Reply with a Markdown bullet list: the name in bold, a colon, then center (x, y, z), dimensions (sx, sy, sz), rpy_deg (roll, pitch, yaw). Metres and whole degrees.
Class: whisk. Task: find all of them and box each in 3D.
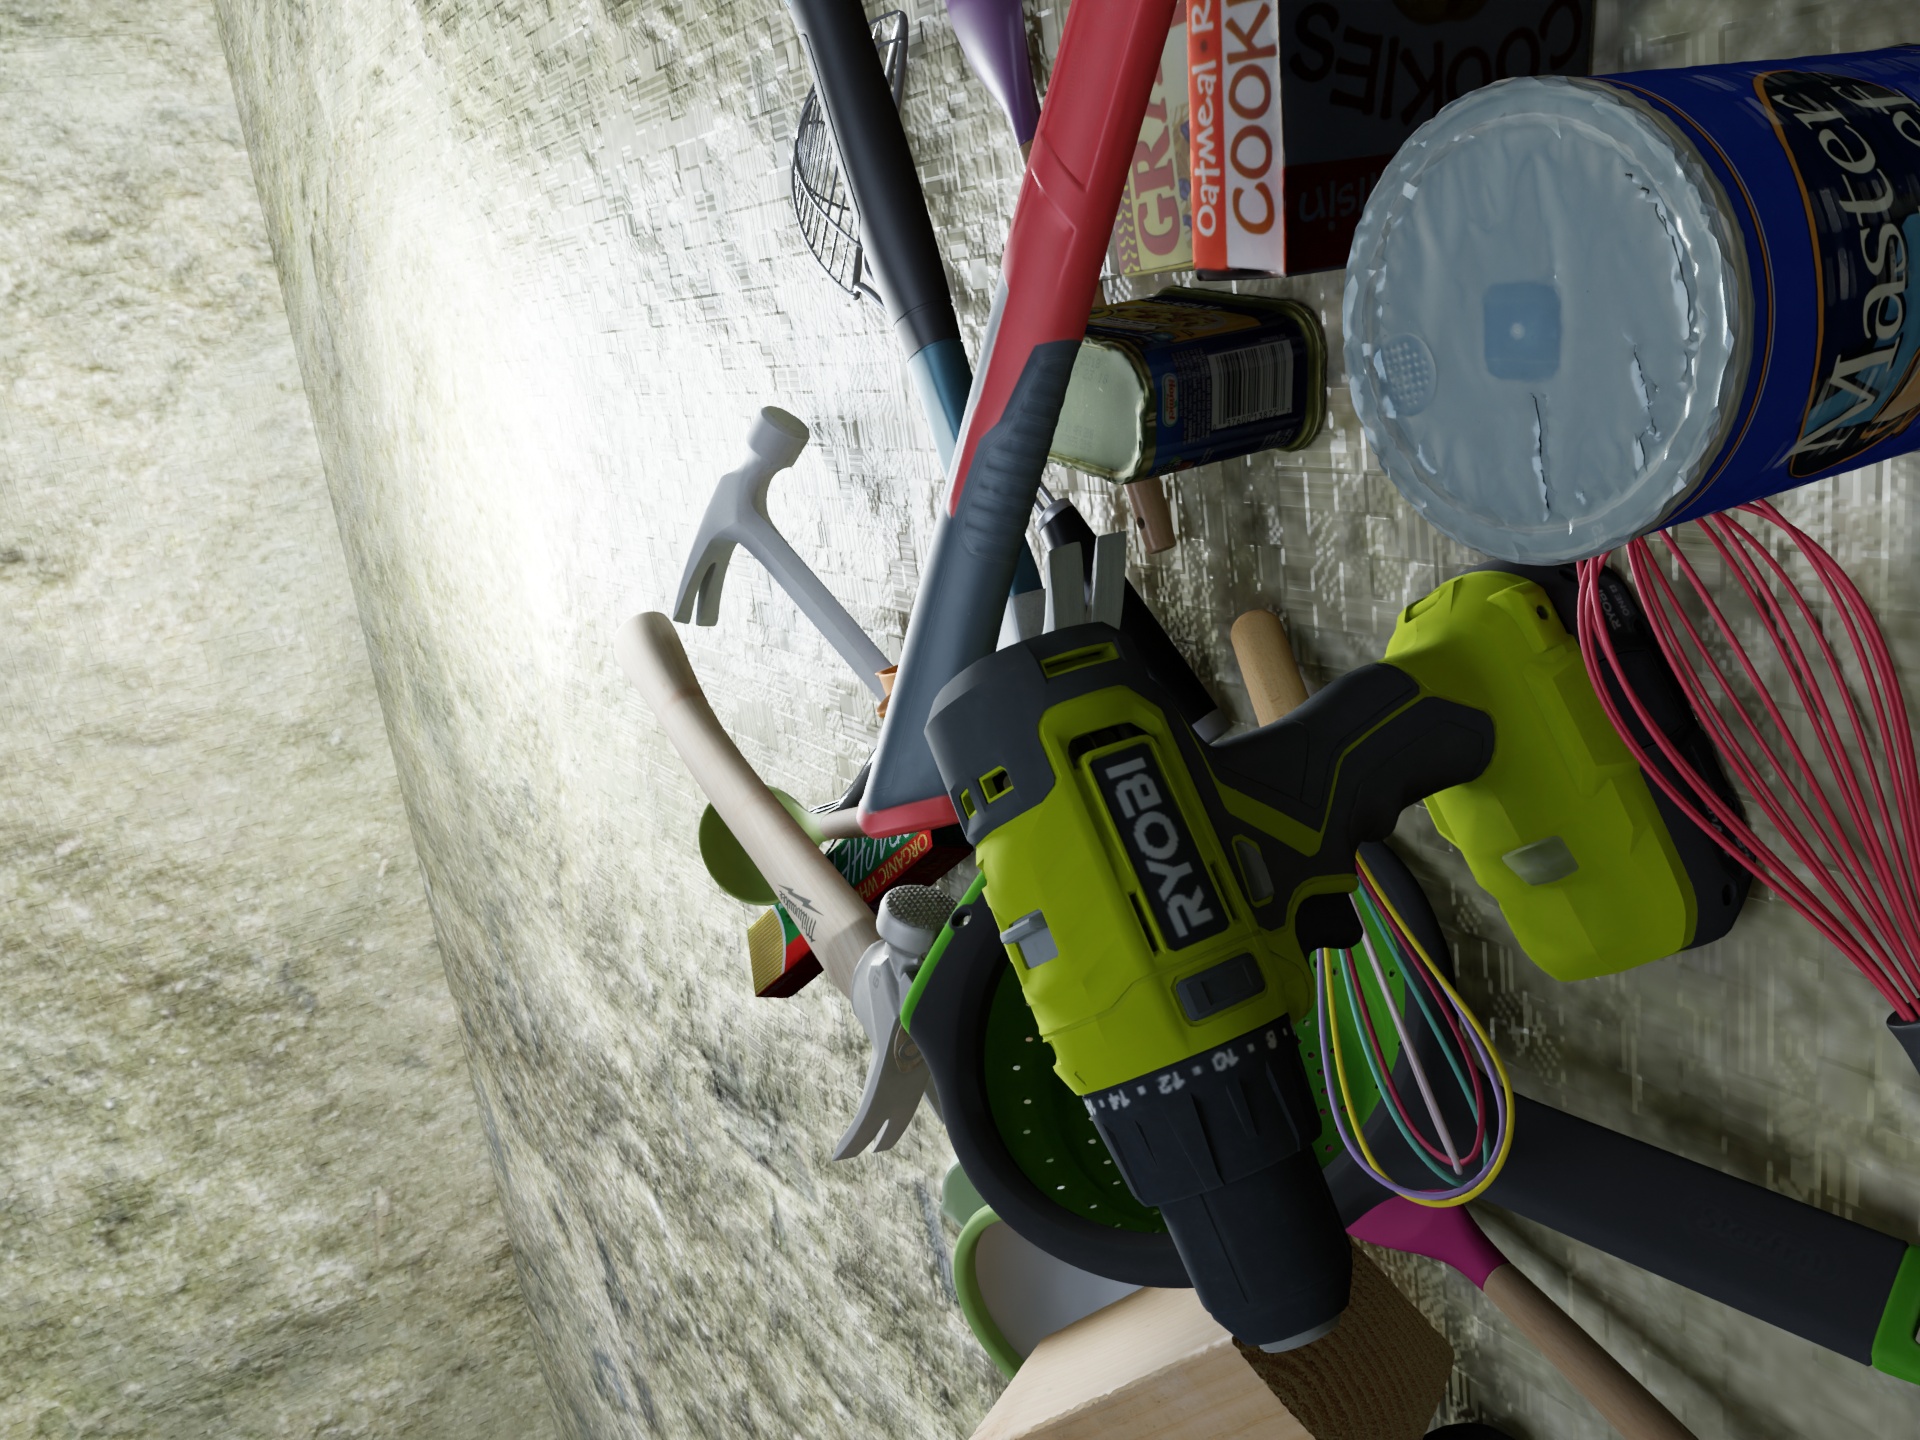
- **whisk**: center (-0.067, 0.053, 0.985), dimensions (0.055, 0.055, 0.239), rpy_deg (64, 147, 16)
- **whisk**: center (0.249, 0.059, 0.424), dimensions (0.296, 0.073, 0.073), rpy_deg (62, 150, 7)
- **whisk**: center (0.139, 0.053, 0.563), dimensions (0.047, 0.051, 0.245), rpy_deg (123, 148, -43)

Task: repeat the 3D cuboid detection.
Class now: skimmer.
- **skimmer**: center (0.031, -0.154, 0.718), dimensions (0.363, 0.090, 0.127), rpy_deg (56, 160, 10)

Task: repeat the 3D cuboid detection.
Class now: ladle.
- **ladle**: center (-0.071, 0.061, 0.867), dimensions (0.320, 0.062, 0.078), rpy_deg (-15, 96, 64)

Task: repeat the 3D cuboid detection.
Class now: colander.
- **colander**: center (0.161, 0.152, 0.584), dimensions (0.397, 0.204, 0.094), rpy_deg (17, 155, 39)

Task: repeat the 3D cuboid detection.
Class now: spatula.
- **spatula**: center (0.038, -0.222, 0.683), dimensions (0.060, 0.018, 0.316), rpy_deg (-26, 80, 66)

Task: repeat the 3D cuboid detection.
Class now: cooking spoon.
- **cooking spoon**: center (0.212, 0.219, 0.573), dimensions (0.319, 0.017, 0.068), rpy_deg (44, 114, 51)

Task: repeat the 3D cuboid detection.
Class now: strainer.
- **strainer**: center (0.052, 0.245, 0.810), dimensions (0.151, 0.069, 0.256), rpy_deg (-20, 100, 41)

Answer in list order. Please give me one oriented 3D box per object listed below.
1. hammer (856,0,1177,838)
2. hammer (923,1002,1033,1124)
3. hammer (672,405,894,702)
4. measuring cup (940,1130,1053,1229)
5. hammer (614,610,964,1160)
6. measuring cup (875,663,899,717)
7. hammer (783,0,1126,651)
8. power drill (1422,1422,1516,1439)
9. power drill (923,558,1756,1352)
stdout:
- **hammer**: center (0.015, -0.144, 0.530), dimensions (0.143, 0.038, 0.386), rpy_deg (27, 110, 33)
- **hammer**: center (0.023, 0.171, 0.874), dimensions (0.331, 0.031, 0.130), rpy_deg (-13, 95, 67)
- **hammer**: center (-0.033, -0.005, 0.871), dimensions (0.406, 0.035, 0.144), rpy_deg (49, 117, 32)
- **measuring cup**: center (0.048, 0.297, 0.917), dimensions (0.083, 0.038, 0.167), rpy_deg (-13, 117, 23)
- **hammer**: center (-0.118, 0.057, 0.880), dimensions (0.411, 0.038, 0.146), rpy_deg (46, 129, 49)
- **measuring cup**: center (-0.001, -0.002, 0.731), dimensions (0.095, 0.173, 0.052), rpy_deg (-15, 99, 18)
- **hammer**: center (-0.015, -0.156, 0.617), dimensions (0.128, 0.033, 0.331), rpy_deg (-20, 88, 62)
- **power drill**: center (0.187, 0.400, 0.691), dimensions (0.223, 0.080, 0.171), rpy_deg (-40, 70, 56)
- **power drill**: center (0.119, 0.050, 0.462), dimensions (0.080, 0.228, 0.191), rpy_deg (-41, 69, 59)
